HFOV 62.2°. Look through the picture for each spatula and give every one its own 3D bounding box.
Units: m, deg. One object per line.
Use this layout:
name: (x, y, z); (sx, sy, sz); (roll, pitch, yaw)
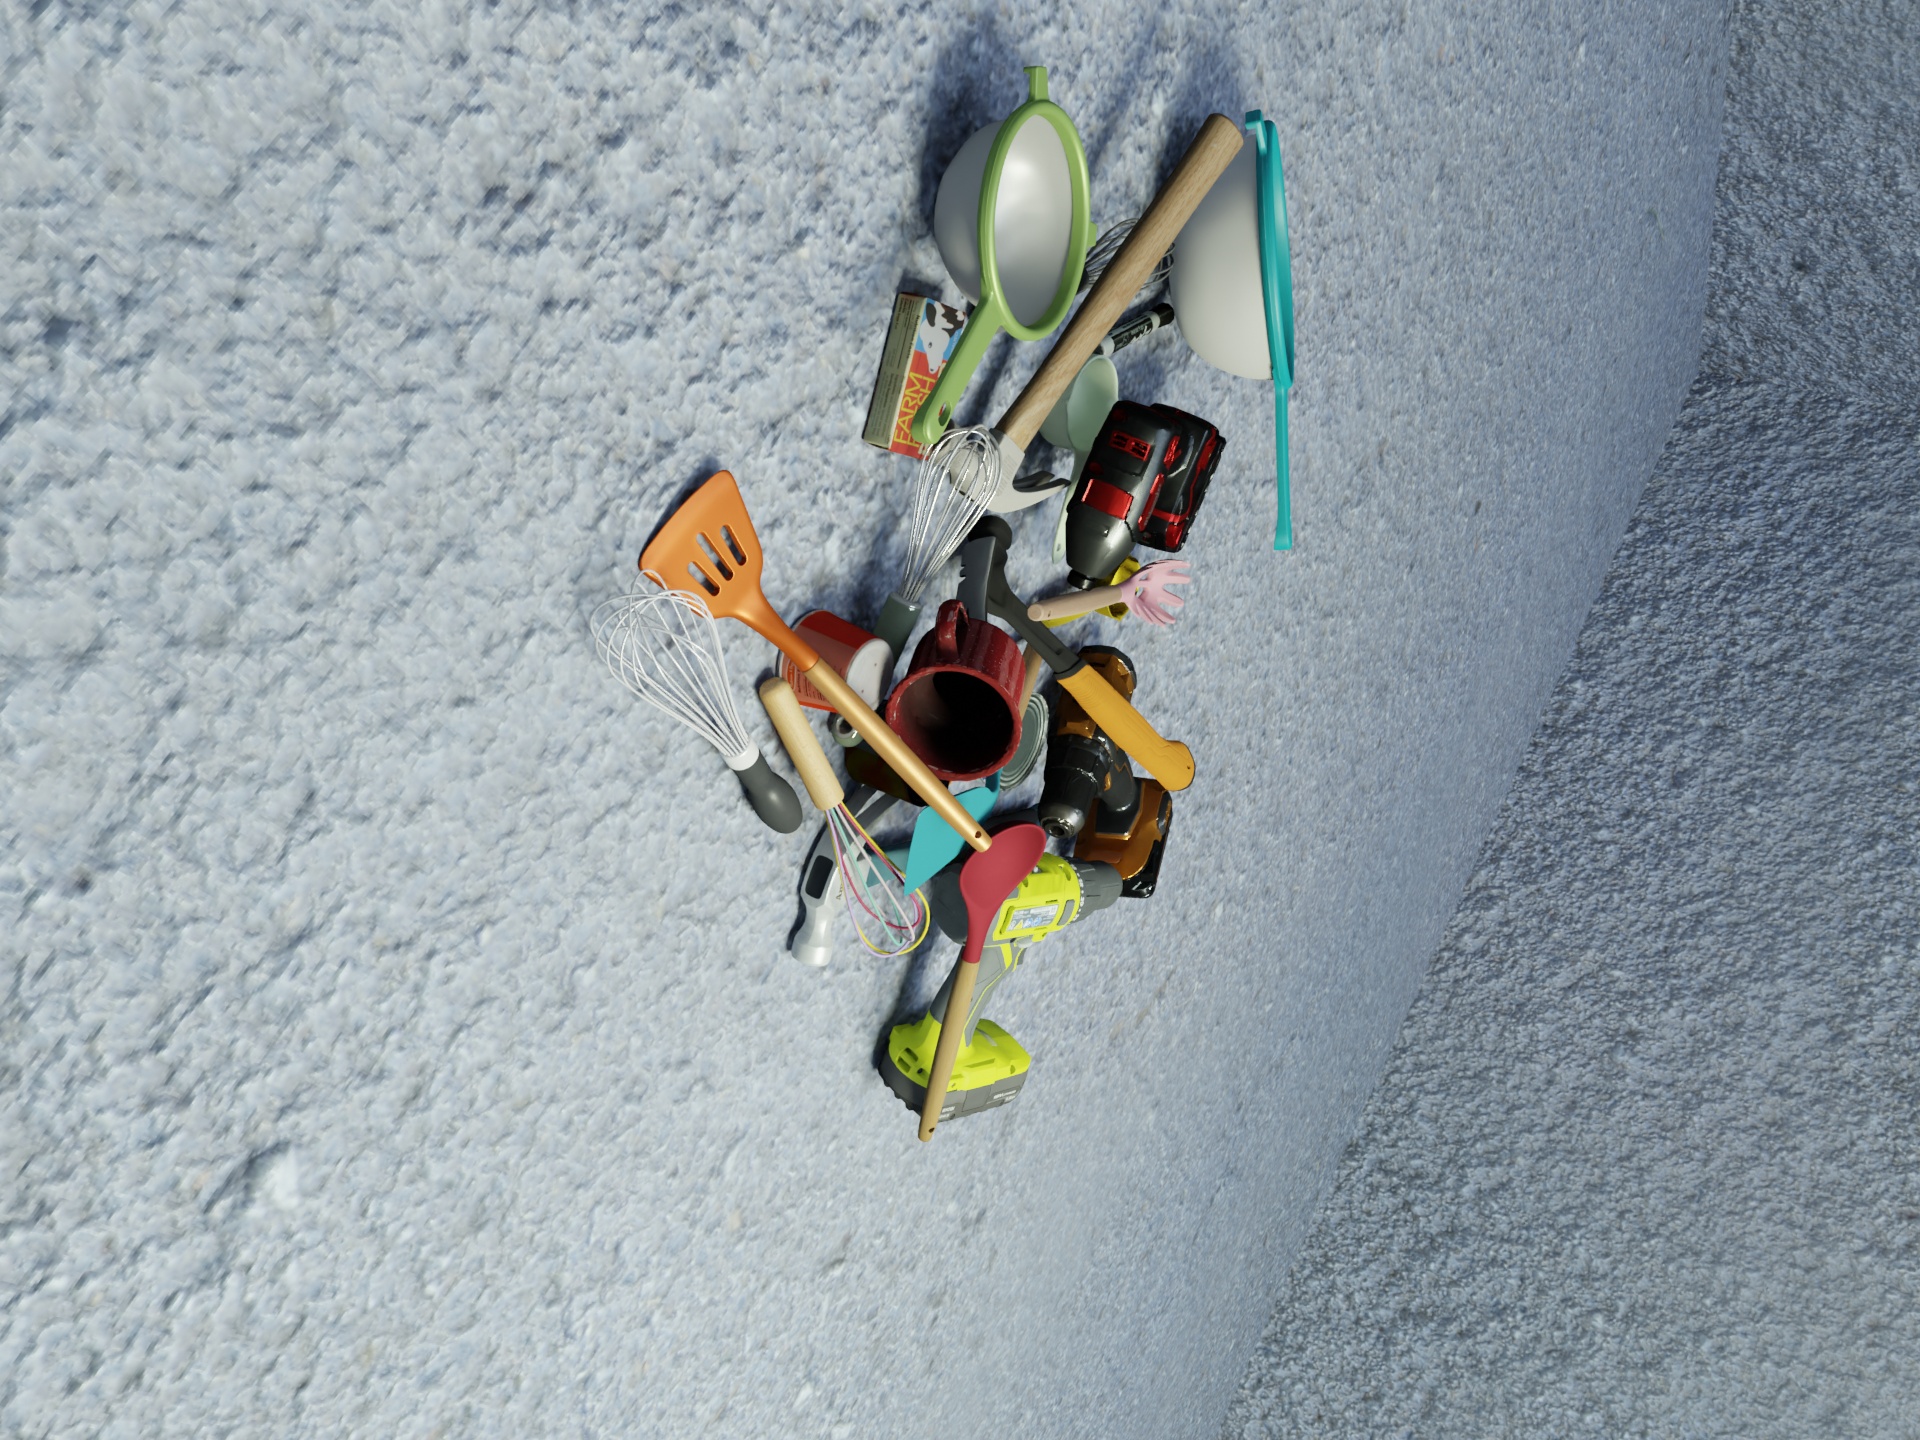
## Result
spatula: (-0.076, -0.019, 1.010); (0.322, 0.041, 0.081); (47, 72, -26)
spatula: (0.023, 0.009, 1.212); (0.318, 0.044, 0.082); (-68, 171, -52)

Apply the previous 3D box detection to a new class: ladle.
ladle: (0.004, 0.203, 1.219); (0.069, 0.031, 0.315); (-4, 122, -31)

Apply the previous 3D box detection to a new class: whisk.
whisk: (-0.034, -0.090, 1.095); (0.246, 0.058, 0.059); (-65, 162, 16)
whisk: (-0.079, 0.070, 1.103); (0.051, 0.047, 0.244); (-75, 147, -53)
whisk: (0.086, -0.326, 1.182); (0.239, 0.055, 0.055); (-34, 135, -40)
whisk: (-0.147, 0.002, 0.984); (0.070, 0.070, 0.284); (-58, 153, -20)

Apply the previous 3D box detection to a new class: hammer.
hammer: (0.101, -0.294, 1.149); (0.331, 0.031, 0.129); (-55, 140, -2)
hammer: (-0.016, 0.105, 1.283); (0.331, 0.033, 0.128); (-8, 115, -58)
hammer: (0.100, -0.022, 1.273); (0.336, 0.034, 0.127); (40, 48, -43)

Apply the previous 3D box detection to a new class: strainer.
strainer: (0.221, -0.308, 1.301); (0.211, 0.095, 0.340); (-24, 111, -74)
strainer: (0.006, -0.285, 1.030); (0.256, 0.069, 0.151); (-65, 151, -22)

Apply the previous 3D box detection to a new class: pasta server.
pasta server: (0.122, -0.098, 1.282); (0.316, 0.040, 0.060); (-19, 126, -65)

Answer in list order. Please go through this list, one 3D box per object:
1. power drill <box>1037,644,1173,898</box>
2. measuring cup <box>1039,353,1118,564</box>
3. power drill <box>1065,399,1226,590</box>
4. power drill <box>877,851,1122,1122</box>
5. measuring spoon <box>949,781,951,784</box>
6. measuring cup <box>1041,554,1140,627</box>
power drill: (0.124, 0.071, 1.415); (0.226, 0.084, 0.185); (69, 31, -46)
measuring cup: (0.079, -0.207, 1.250); (0.083, 0.038, 0.167); (-17, 124, -54)
power drill: (0.138, -0.180, 1.254); (0.143, 0.078, 0.219); (-69, 168, 18)
power drill: (0.036, 0.211, 1.323); (0.190, 0.080, 0.228); (-1, 120, -45)
measuring spoon: (-0.002, -0.004, 1.267); (0.021, 0.011, 0.117); (7, 98, -59)
measuring cup: (0.103, -0.106, 1.361); (0.156, 0.029, 0.062); (-24, 127, -49)
